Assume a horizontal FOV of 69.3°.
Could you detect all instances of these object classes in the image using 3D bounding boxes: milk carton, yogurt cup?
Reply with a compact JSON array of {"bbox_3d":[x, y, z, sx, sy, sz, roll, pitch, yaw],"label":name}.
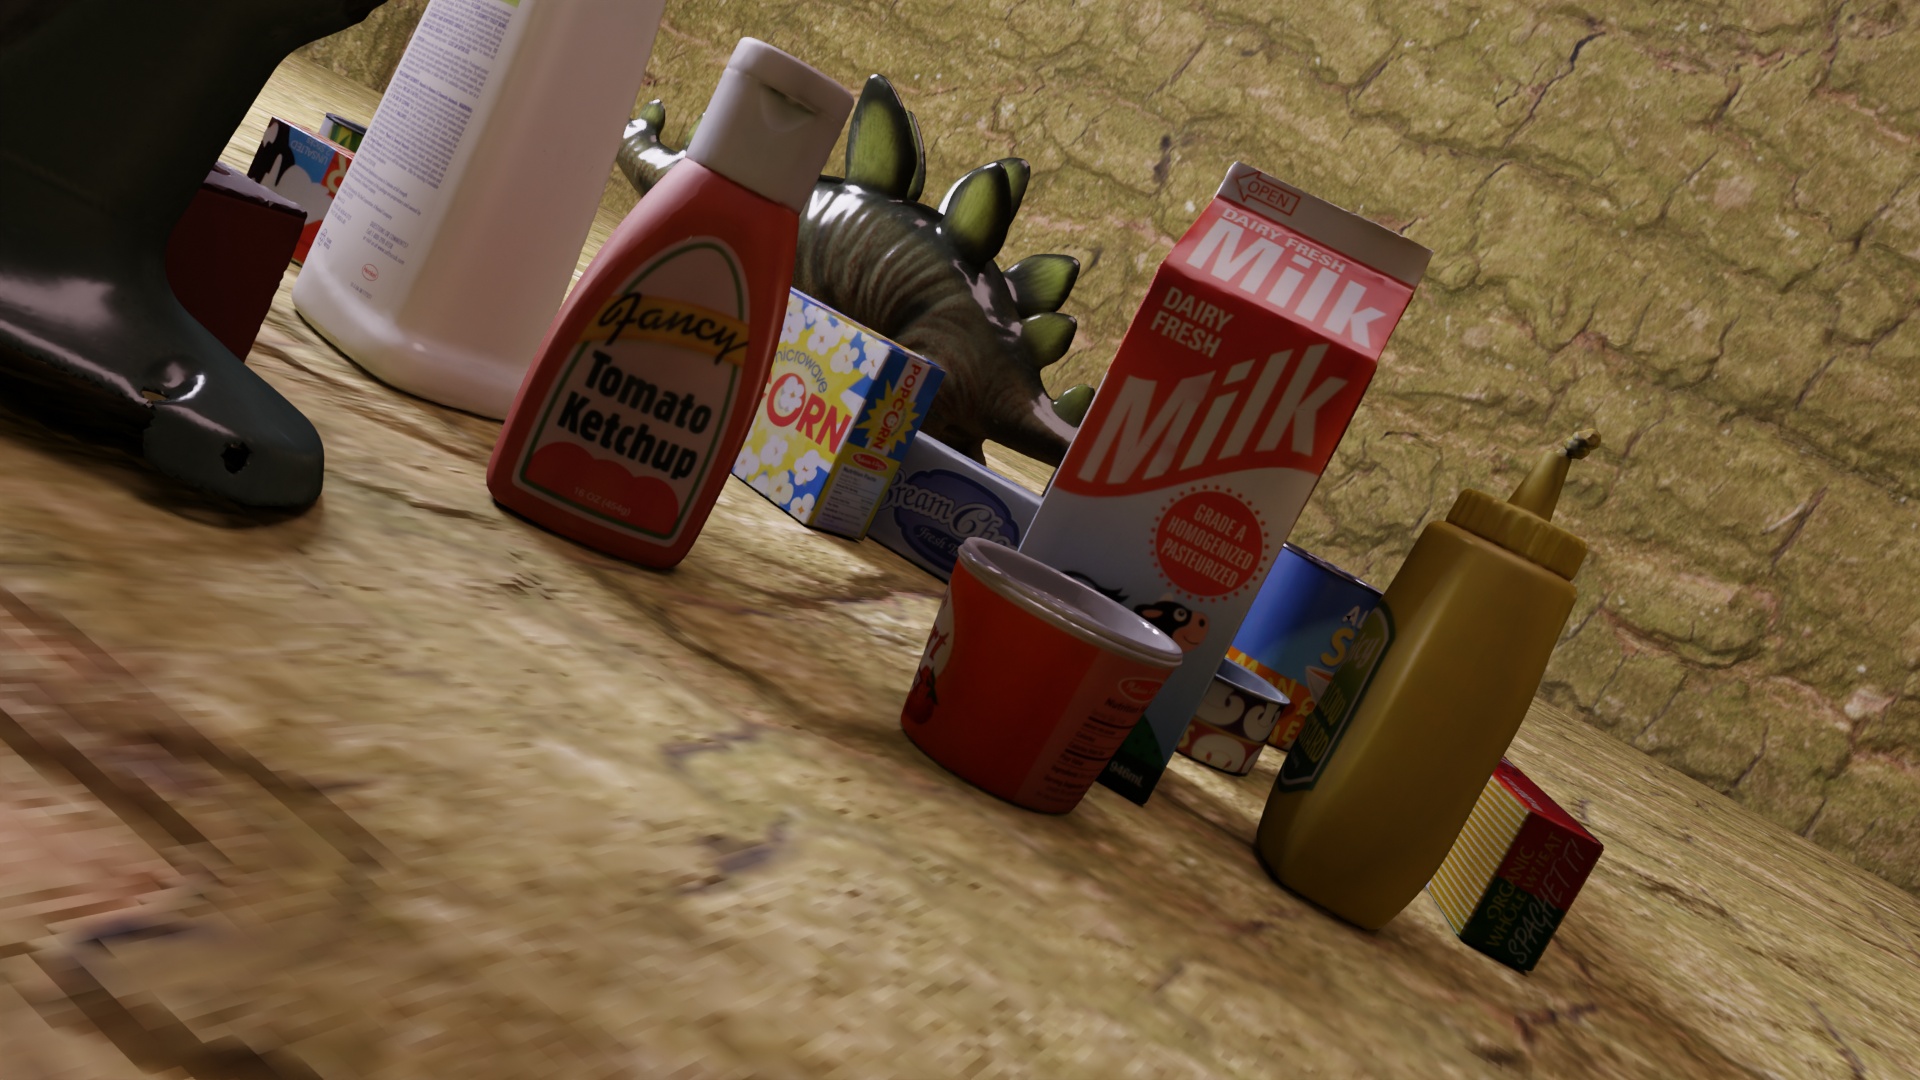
[{"bbox_3d":[0.075,-0.021,0.447,0.072,0.190,0.073,28,7,11],"label":"milk carton"},{"bbox_3d":[0.019,0.038,0.381,0.072,0.054,0.072,26,8,-4],"label":"yogurt cup"}]

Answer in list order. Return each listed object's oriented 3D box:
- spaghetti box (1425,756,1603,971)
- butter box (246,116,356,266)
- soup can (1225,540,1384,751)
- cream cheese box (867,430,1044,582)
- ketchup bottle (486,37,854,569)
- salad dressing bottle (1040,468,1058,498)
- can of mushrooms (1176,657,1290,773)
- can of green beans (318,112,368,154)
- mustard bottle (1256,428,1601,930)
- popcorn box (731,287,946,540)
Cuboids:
[{"bbox_3d":[0.196,0.101,0.568,0.029,0.050,0.250,27,8,3],"label":"spaghetti box"},{"bbox_3d":[-0.258,-0.135,0.596,0.103,0.053,0.024,28,7,8],"label":"butter box"},{"bbox_3d":[0.152,0.048,0.644,0.071,0.083,0.071,26,7,-4],"label":"soup can"},{"bbox_3d":[0.002,-0.008,0.624,0.104,0.053,0.024,30,8,23],"label":"cream cheese box"},{"bbox_3d":[-0.079,-0.069,0.403,0.065,0.148,0.043,25,7,-18],"label":"ketchup bottle"},{"bbox_3d":[0.075,-0.038,0.716,0.044,0.147,0.064,31,8,27],"label":"salad dressing bottle"},{"bbox_3d":[0.090,0.060,0.543,0.071,0.033,0.071,26,8,-4],"label":"can of mushrooms"},{"bbox_3d":[-0.297,-0.174,0.700,0.071,0.057,0.071,26,8,-4],"label":"can of green beans"},{"bbox_3d":[0.145,0.036,0.418,0.049,0.160,0.065,27,7,2],"label":"mustard bottle"},{"bbox_3d":[-0.076,-0.066,0.628,0.127,0.085,0.038,33,9,38],"label":"popcorn box"}]
